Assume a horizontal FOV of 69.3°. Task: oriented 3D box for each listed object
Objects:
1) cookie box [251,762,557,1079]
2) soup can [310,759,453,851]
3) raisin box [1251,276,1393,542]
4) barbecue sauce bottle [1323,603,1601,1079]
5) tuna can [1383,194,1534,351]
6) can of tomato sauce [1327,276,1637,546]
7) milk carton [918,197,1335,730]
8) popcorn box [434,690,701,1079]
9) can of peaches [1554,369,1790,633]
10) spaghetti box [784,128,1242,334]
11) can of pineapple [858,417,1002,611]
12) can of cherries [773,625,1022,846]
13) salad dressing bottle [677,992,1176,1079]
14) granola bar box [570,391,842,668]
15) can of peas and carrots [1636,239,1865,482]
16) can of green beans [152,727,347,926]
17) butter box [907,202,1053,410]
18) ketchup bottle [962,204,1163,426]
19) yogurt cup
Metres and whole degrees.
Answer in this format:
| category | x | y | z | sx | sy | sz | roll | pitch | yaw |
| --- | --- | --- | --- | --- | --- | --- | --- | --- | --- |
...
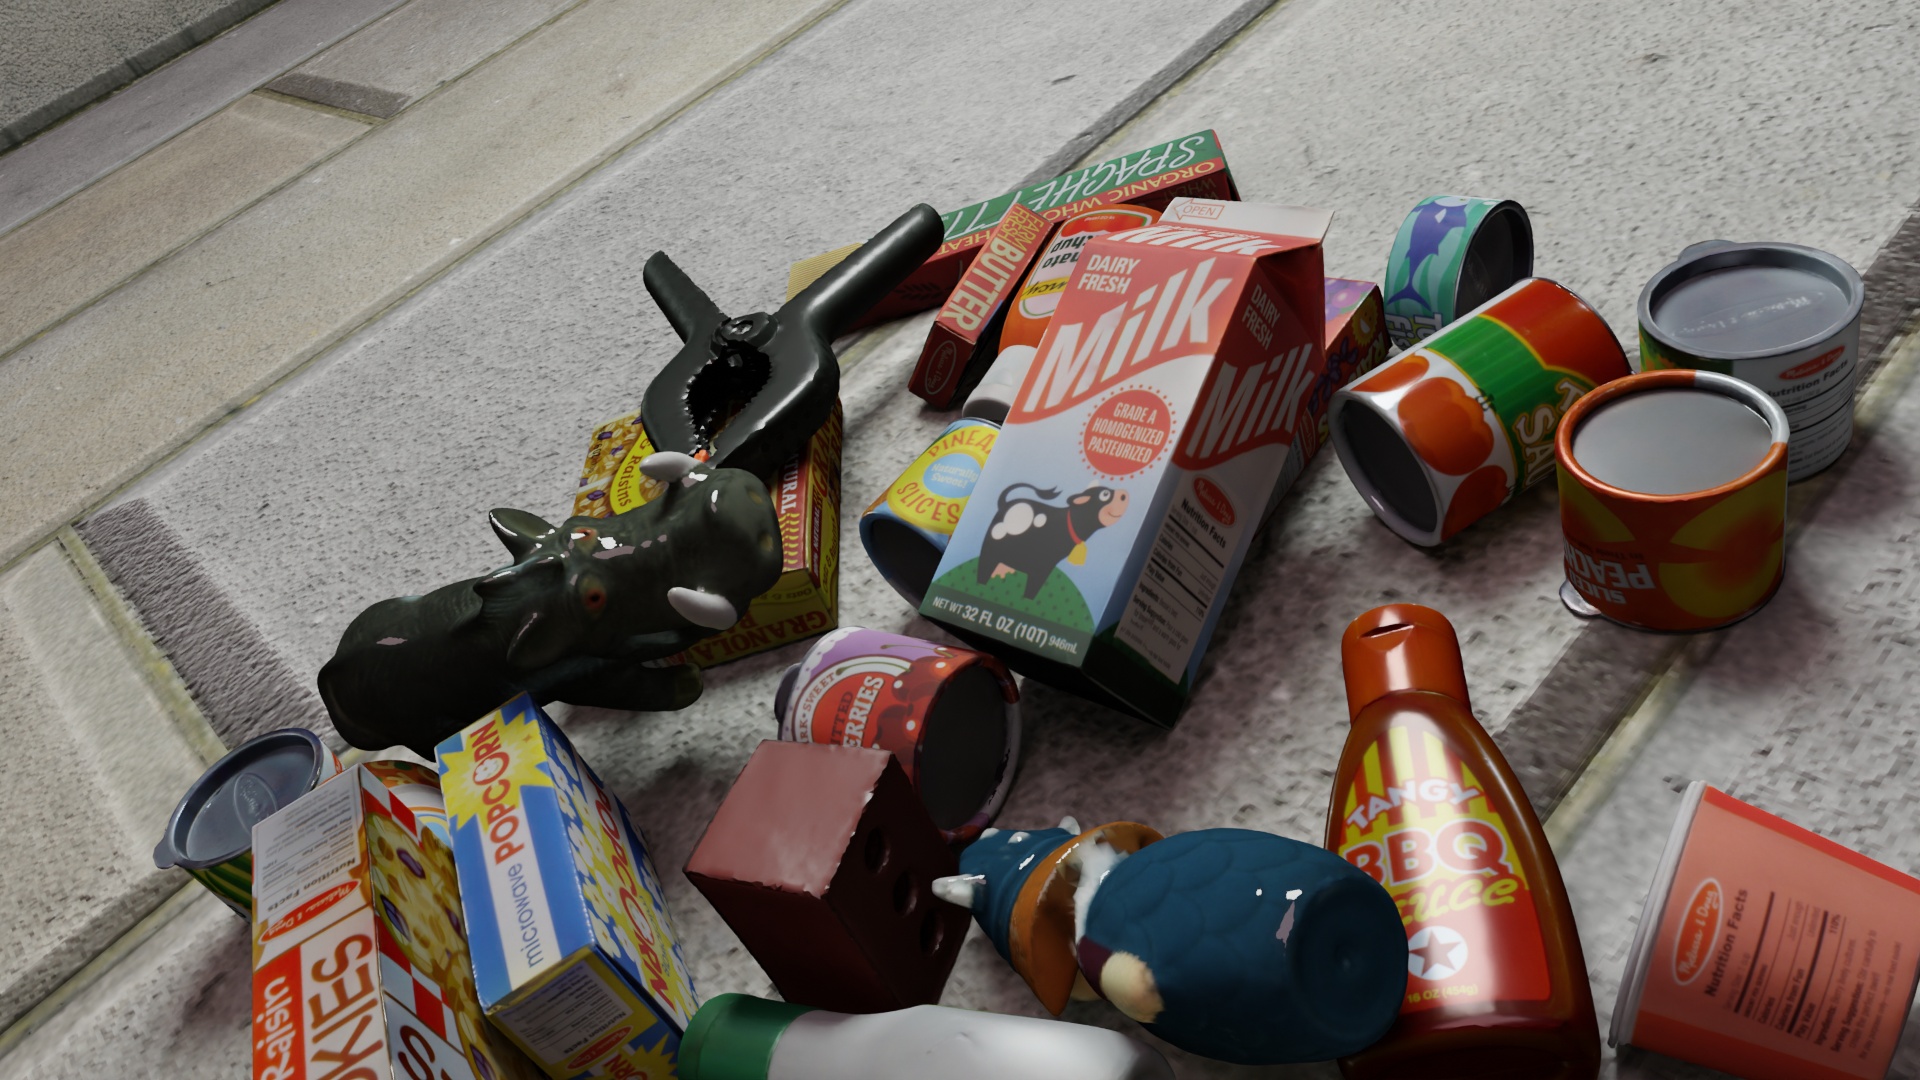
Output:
| category | x | y | z | sx | sy | sz | roll | pitch | yaw |
| --- | --- | --- | --- | --- | --- | --- | --- | --- | --- |
| cookie box | -0.142 | 0.159 | 0.386 | 0.040 | 0.122 | 0.168 | -31 | 38 | -7 |
| soup can | -0.201 | 0.125 | 0.502 | 0.071 | 0.071 | 0.084 | -38 | 39 | -16 |
| raisin box | 0.112 | -0.061 | 0.579 | 0.086 | 0.040 | 0.124 | 15 | 53 | 40 |
| barbecue sauce bottle | 0.133 | 0.082 | 0.395 | 0.065 | 0.043 | 0.149 | -18 | 37 | 23 |
| tuna can | 0.200 | -0.103 | 0.561 | 0.033 | 0.070 | 0.071 | 18 | 55 | 42 |
| can of tomato sauce | 0.186 | -0.044 | 0.499 | 0.083 | 0.071 | 0.071 | -31 | 38 | -6 |
| milk carton | 0.068 | -0.039 | 0.493 | 0.072 | 0.073 | 0.191 | 17 | 77 | 39 |
| popcorn box | -0.126 | 0.120 | 0.454 | 0.038 | 0.085 | 0.127 | -31 | 39 | -6 |
| can of peaches | 0.226 | -0.012 | 0.446 | 0.071 | 0.057 | 0.071 | -14 | 39 | 12 |
| spaghetti box | 0.025 | -0.164 | 0.754 | 0.250 | 0.028 | 0.050 | -15 | 40 | 12 |
| can of pineapple | 0.002 | -0.007 | 0.548 | 0.071 | 0.070 | 0.058 | 19 | 56 | 42 |
| can of cherries | -0.021 | 0.066 | 0.474 | 0.058 | 0.071 | 0.072 | 9 | 49 | 34 |
| salad dressing bottle | -0.014 | 0.152 | 0.382 | 0.147 | 0.064 | 0.044 | -5 | 44 | 35 |
| granola bar box | -0.119 | -0.012 | 0.643 | 0.124 | 0.039 | 0.166 | -17 | 39 | 9 |
| can of peas and carrots | 0.270 | -0.062 | 0.480 | 0.071 | 0.058 | 0.071 | -15 | 38 | 12 |
| can of green beans | -0.267 | 0.118 | 0.553 | 0.071 | 0.057 | 0.071 | -15 | 39 | 12 |
| butter box | 0.010 | -0.117 | 0.686 | 0.024 | 0.052 | 0.104 | 29 | 53 | 1 |
| ketchup bottle | 0.049 | -0.100 | 0.654 | 0.064 | 0.043 | 0.149 | 5 | 47 | 34 |
| yogurt cup | 0.193 | 0.098 | 0.331 | 0.054 | 0.072 | 0.073 | 18 | 54 | 31 |
